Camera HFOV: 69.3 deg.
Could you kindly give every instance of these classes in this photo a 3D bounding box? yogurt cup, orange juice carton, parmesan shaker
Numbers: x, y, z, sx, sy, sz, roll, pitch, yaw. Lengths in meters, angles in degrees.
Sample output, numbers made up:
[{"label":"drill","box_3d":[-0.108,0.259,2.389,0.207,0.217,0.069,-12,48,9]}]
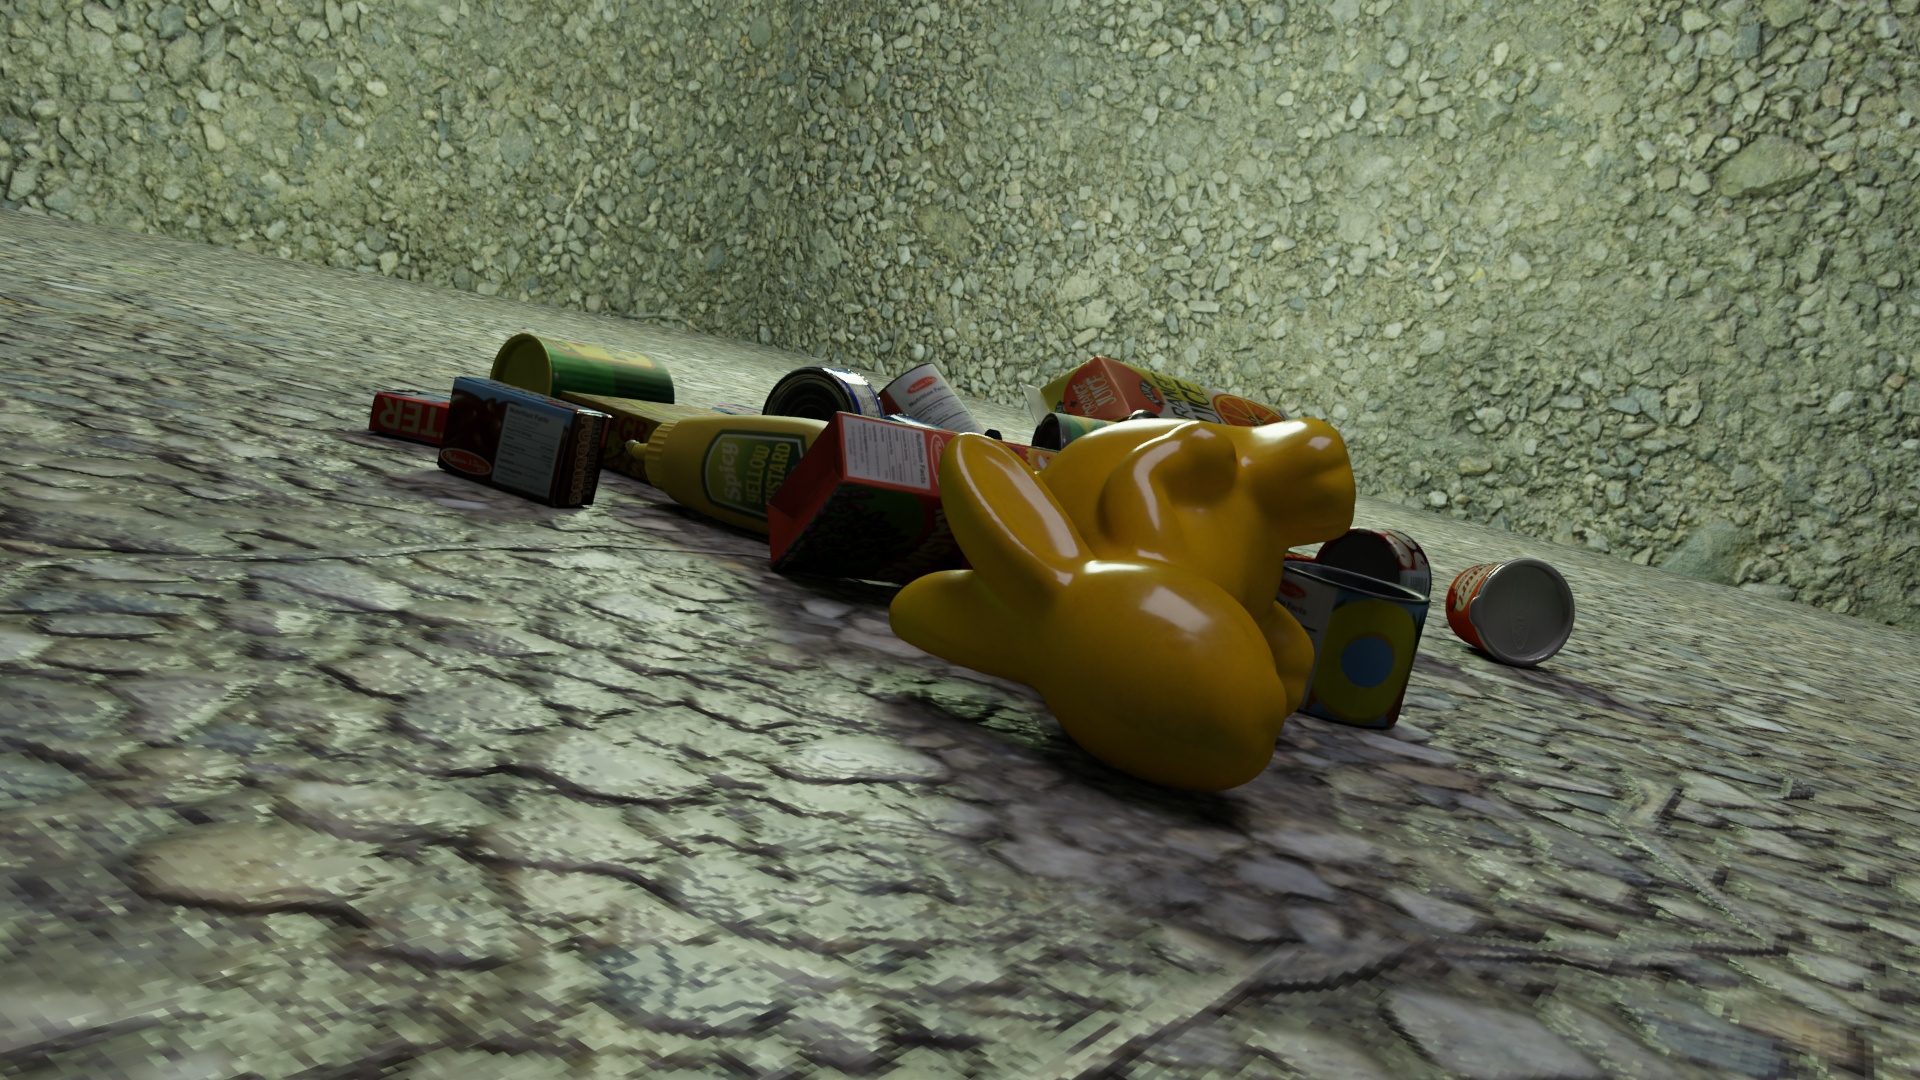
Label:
[{"label":"yogurt cup","box_3d":[0.349,0.044,0.891,0.072,0.072,0.054,11,0,-9]},{"label":"orange juice carton","box_3d":[0.129,-0.061,0.902,0.193,0.072,0.072,13,35,-24]},{"label":"parmesan shaker","box_3d":[-0.253,-0.098,0.929,0.071,0.071,0.103,18,9,36]}]

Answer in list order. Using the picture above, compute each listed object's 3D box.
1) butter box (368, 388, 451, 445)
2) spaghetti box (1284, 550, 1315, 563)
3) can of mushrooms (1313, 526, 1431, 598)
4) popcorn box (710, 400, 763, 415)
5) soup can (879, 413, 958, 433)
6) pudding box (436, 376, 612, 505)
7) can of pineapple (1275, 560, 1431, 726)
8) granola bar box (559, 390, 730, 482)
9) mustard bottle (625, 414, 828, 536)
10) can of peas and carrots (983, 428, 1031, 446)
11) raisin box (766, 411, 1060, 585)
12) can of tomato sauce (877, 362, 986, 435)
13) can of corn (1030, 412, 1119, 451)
[{"label":"butter box","box_3d":[-0.282,-0.066,0.806,0.103,0.024,0.053,12,7,-8]},{"label":"spaghetti box","box_3d":[0.149,0.014,0.904,0.250,0.028,0.050,4,12,-44]},{"label":"can of mushrooms","box_3d":[0.253,0.023,0.864,0.033,0.071,0.071,3,12,-45]},{"label":"popcorn box","box_3d":[-0.125,-0.070,1.028,0.127,0.038,0.085,12,8,-8]},{"label":"soup can","box_3d":[-0.024,-0.042,0.889,0.071,0.071,0.084,7,10,-37]},{"label":"pudding box","box_3d":[-0.222,-0.051,0.704,0.084,0.049,0.030,16,7,24]},{"label":"can of pineapple","box_3d":[0.170,0.045,0.617,0.071,0.057,0.071,13,8,-2]},{"label":"granola bar box","box_3d":[-0.155,-0.054,0.871,0.165,0.039,0.124,18,10,37]},{"label":"mustard bottle","box_3d":[-0.118,-0.037,0.740,0.160,0.065,0.049,10,2,24]},{"label":"can of peas and carrots","box_3d":[0.036,-0.035,0.921,0.059,0.071,0.071,7,10,-39]},{"label":"raisin box","box_3d":[-0.018,-0.014,0.653,0.123,0.040,0.085,9,-33,-28]},{"label":"can of tomato sauce","box_3d":[-0.022,-0.080,1.042,0.083,0.071,0.071,53,18,10]},{"label":"can of corn","box_3d":[0.075,-0.039,0.809,0.058,0.071,0.071,8,9,-13]}]
